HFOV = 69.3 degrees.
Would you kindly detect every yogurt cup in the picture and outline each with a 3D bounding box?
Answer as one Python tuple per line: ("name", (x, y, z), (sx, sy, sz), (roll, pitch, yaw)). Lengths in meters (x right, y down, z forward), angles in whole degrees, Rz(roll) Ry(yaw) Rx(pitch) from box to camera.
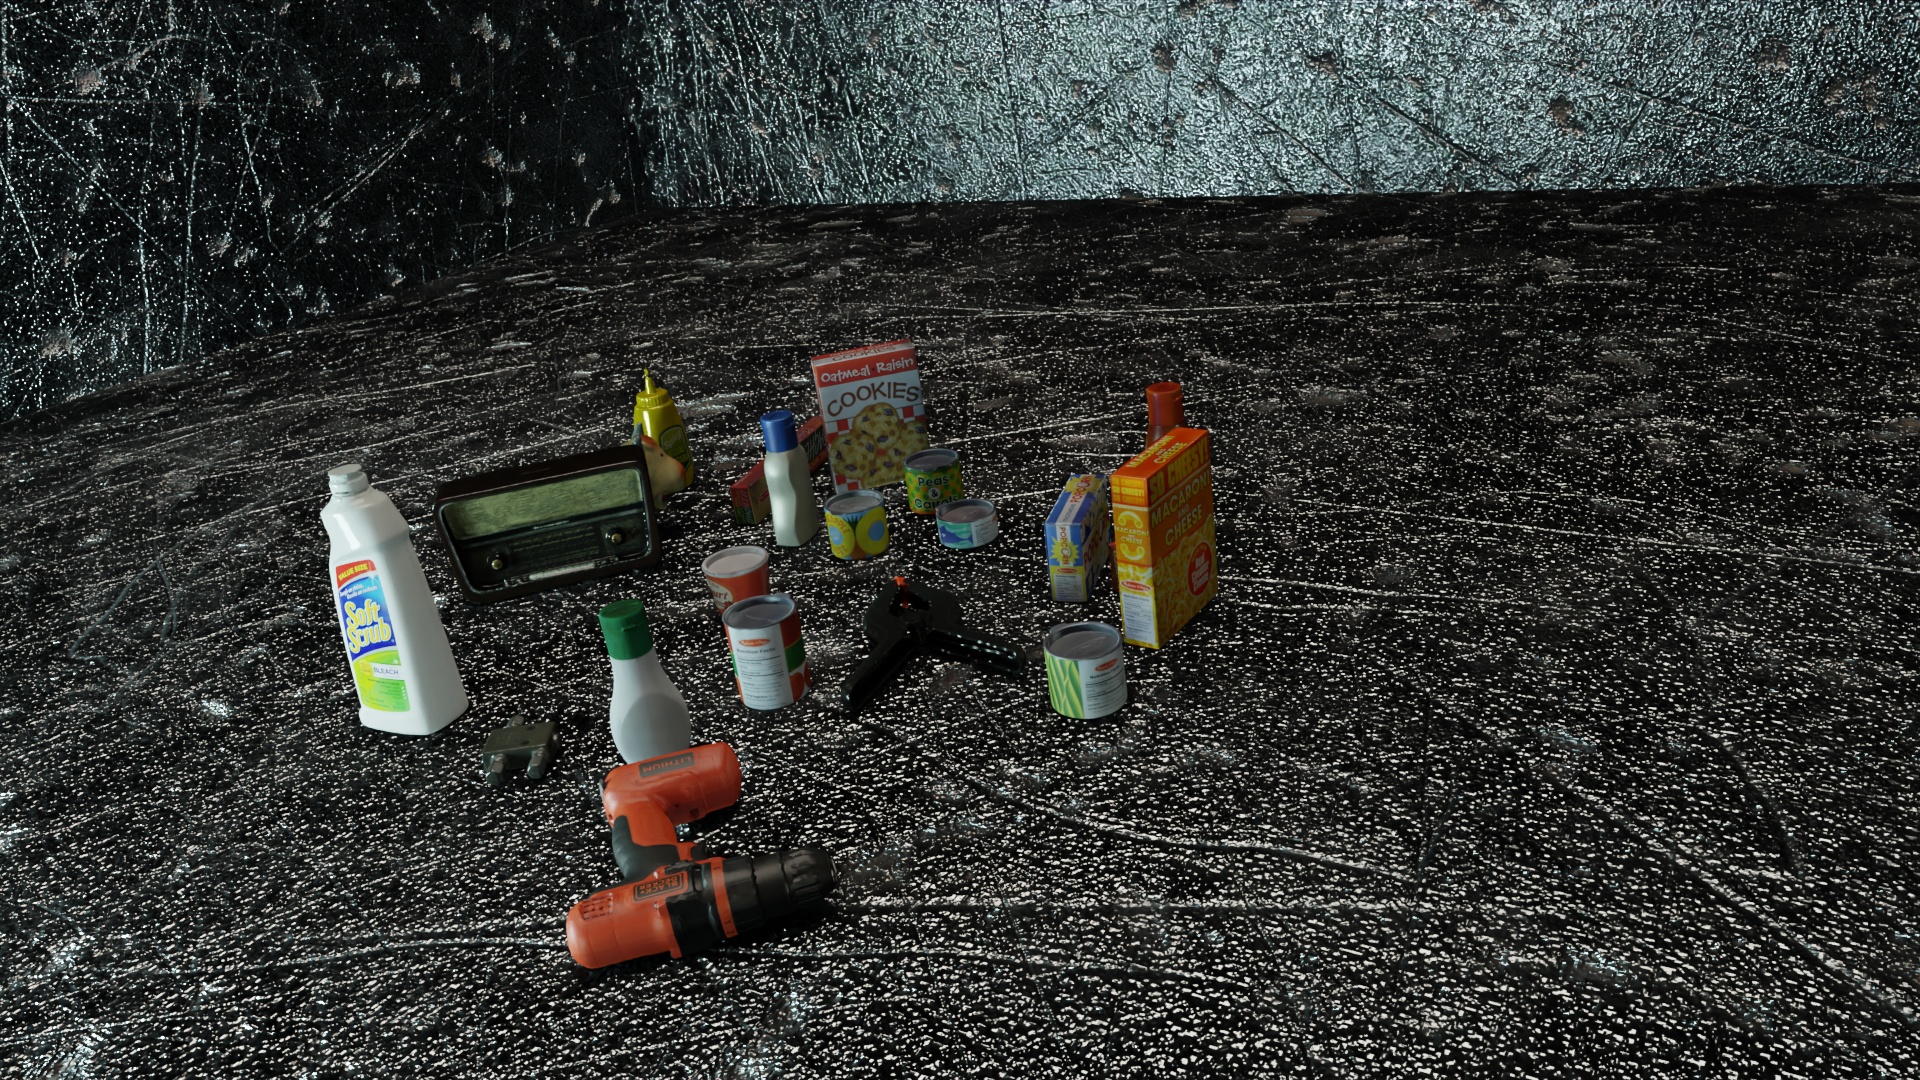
("yogurt cup", (-0.227, 0.043, 1.425), (0.072, 0.053, 0.073), (-7, 23, 3))

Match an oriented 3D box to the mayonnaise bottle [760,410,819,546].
("mayonnaise bottle", (-0.193, -0.071, 1.555), (0.041, 0.147, 0.065), (1, 25, 20))

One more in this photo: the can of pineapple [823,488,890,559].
("can of pineapple", (-0.114, -0.017, 1.520), (0.071, 0.057, 0.071), (-7, 23, 3))

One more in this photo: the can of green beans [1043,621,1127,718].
("can of green beans", (0.105, 0.109, 1.166), (0.071, 0.057, 0.071), (-7, 23, 3))

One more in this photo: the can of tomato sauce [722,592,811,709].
("can of tomato sauce", (-0.172, 0.099, 1.244), (0.071, 0.082, 0.071), (-7, 23, 3))

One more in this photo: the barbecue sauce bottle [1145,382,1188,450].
("barbecue sauce bottle", (0.221, -0.092, 1.472), (0.043, 0.148, 0.065), (11, 30, 37))

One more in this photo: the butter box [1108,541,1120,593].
("butter box", (0.194, 0.013, 1.361), (0.104, 0.053, 0.024), (-21, 26, -27))

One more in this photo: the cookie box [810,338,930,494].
("cookie box", (-0.106, -0.150, 1.683), (0.123, 0.166, 0.040), (-12, 24, -10))

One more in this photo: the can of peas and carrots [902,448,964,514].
("can of peas and carrots", (-0.030, -0.068, 1.607), (0.071, 0.058, 0.071), (-7, 23, 3))

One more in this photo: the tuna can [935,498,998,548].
("tuna can", (0.005, -0.019, 1.518), (0.071, 0.032, 0.071), (-7, 24, 3))

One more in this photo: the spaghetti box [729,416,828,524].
("spaghetti box", (-0.215, -0.092, 1.731), (0.028, 0.050, 0.251), (1, 25, 20))

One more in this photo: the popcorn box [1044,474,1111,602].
("popcorn box", (0.118, -0.004, 1.383), (0.038, 0.085, 0.127), (0, 25, 18))

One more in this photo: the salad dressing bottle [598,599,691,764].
("salad dressing bottle", (-0.262, 0.121, 1.142), (0.064, 0.147, 0.044), (-18, 25, -21))

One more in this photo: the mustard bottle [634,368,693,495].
("mustard bottle", (-0.381, -0.139, 1.753), (0.049, 0.159, 0.065), (10, 29, 35))

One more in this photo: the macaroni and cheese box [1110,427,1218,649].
("macaroni and cheese box", (0.186, -0.004, 1.261), (0.040, 0.165, 0.124), (9, 29, 35))
